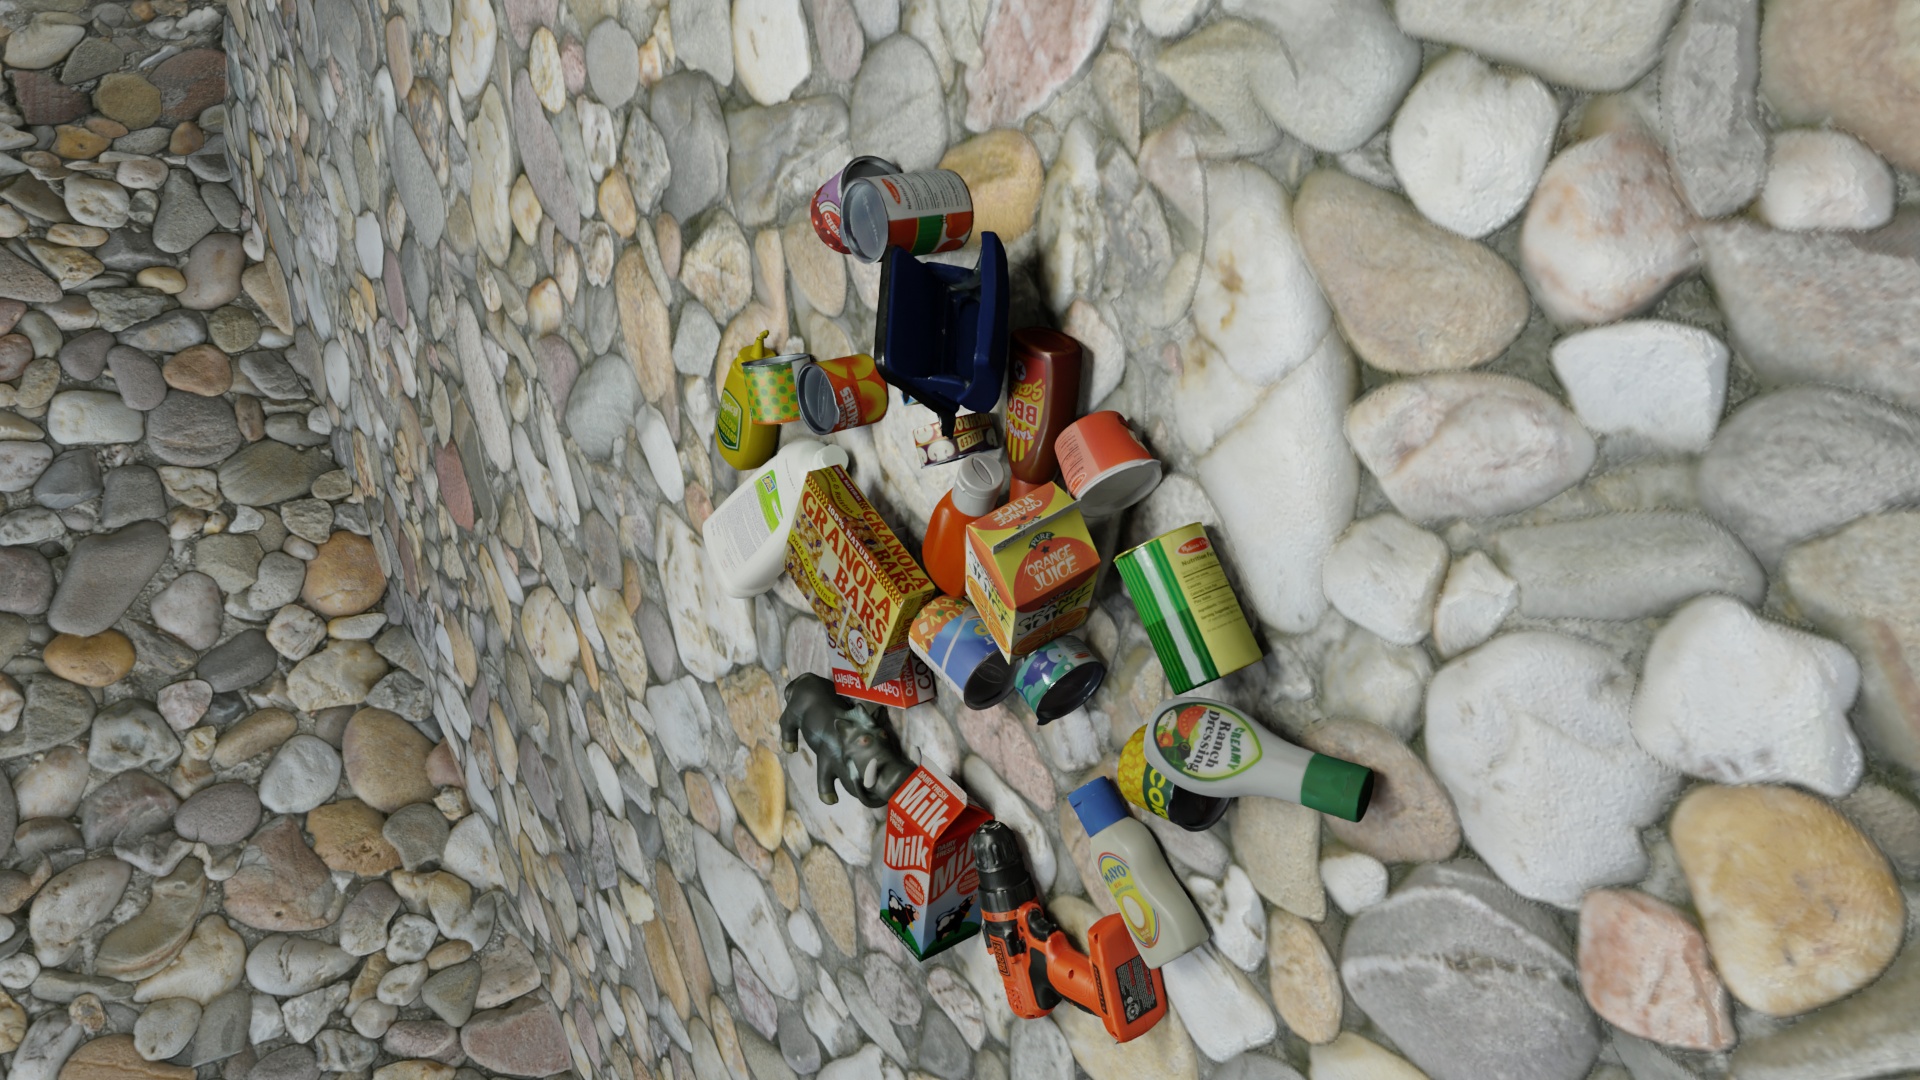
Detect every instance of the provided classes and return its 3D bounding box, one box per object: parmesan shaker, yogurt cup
[{"bbox_3d":[0.154,0.048,0.953,0.071,0.071,0.103,-35,75,54],"label":"parmesan shaker"},{"bbox_3d":[0.102,-0.056,0.991,0.072,0.072,0.054,-55,51,49],"label":"yogurt cup"}]

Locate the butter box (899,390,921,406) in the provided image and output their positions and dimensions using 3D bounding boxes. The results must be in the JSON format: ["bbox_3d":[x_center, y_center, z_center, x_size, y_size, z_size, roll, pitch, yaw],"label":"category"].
[{"bbox_3d":[-0.020,-0.149,1.155,0.103,0.024,0.053,-17,91,56],"label":"butter box"}]

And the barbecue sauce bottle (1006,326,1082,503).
[{"bbox_3d":[0.060,-0.084,1.055,0.065,0.044,0.147,41,135,50],"label":"barbecue sauce bottle"}]

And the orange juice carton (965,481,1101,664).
[{"bbox_3d":[0.052,0.021,1.019,0.073,0.072,0.192,60,170,18],"label":"orange juice carton"}]

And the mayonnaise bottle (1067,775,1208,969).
[{"bbox_3d":[0.136,0.259,1.095,0.148,0.041,0.064,60,145,17],"label":"mayonnaise bottle"}]

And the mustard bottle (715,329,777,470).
[{"bbox_3d":[-0.212,-0.147,1.403,0.065,0.049,0.159,45,137,32],"label":"mustard bottle"}]

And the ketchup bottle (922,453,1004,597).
[{"bbox_3d":[0.004,-0.014,1.136,0.065,0.044,0.148,57,154,23],"label":"ketchup bottle"}]

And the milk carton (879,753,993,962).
[{"bbox_3d":[-0.023,0.293,1.302,0.072,0.074,0.189,35,130,42],"label":"milk carton"}]

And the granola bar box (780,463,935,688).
[{"bbox_3d":[-0.095,0.031,1.254,0.166,0.039,0.123,51,139,29],"label":"granola bar box"}]

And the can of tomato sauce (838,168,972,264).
[{"bbox_3d":[-0.043,-0.254,1.092,0.071,0.083,0.071,27,125,47],"label":"can of tomato sauce"}]

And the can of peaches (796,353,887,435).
[{"bbox_3d":[-0.106,-0.131,1.253,0.071,0.058,0.071,25,123,47],"label":"can of peaches"}]

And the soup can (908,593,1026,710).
[{"bbox_3d":[0.007,0.092,1.186,0.084,0.071,0.071,42,135,38],"label":"soup can"}]

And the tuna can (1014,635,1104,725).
[{"bbox_3d":[0.076,0.110,1.092,0.033,0.071,0.070,50,140,31],"label":"tuna can"}]

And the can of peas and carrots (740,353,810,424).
[{"bbox_3d":[-0.175,-0.145,1.335,0.071,0.071,0.058,10,112,53],"label":"can of peas and carrots"}]

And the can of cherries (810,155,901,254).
[{"bbox_3d":[-0.085,-0.276,1.152,0.058,0.072,0.071,-17,90,56],"label":"can of cherries"}]

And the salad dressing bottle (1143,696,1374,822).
[{"bbox_3d":[0.197,0.147,0.925,0.148,0.064,0.044,14,161,28],"label":"salad dressing bottle"}]

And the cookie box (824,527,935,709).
[{"bbox_3d":[-0.085,0.070,1.327,0.123,0.040,0.167,3,105,54],"label":"cookie box"}]

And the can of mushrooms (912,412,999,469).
[{"bbox_3d":[-0.003,-0.082,1.123,0.071,0.071,0.033,-12,93,55],"label":"can of mushrooms"}]

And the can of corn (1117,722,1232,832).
[{"bbox_3d":[0.155,0.171,1.005,0.058,0.071,0.071,16,117,52],"label":"can of corn"}]
